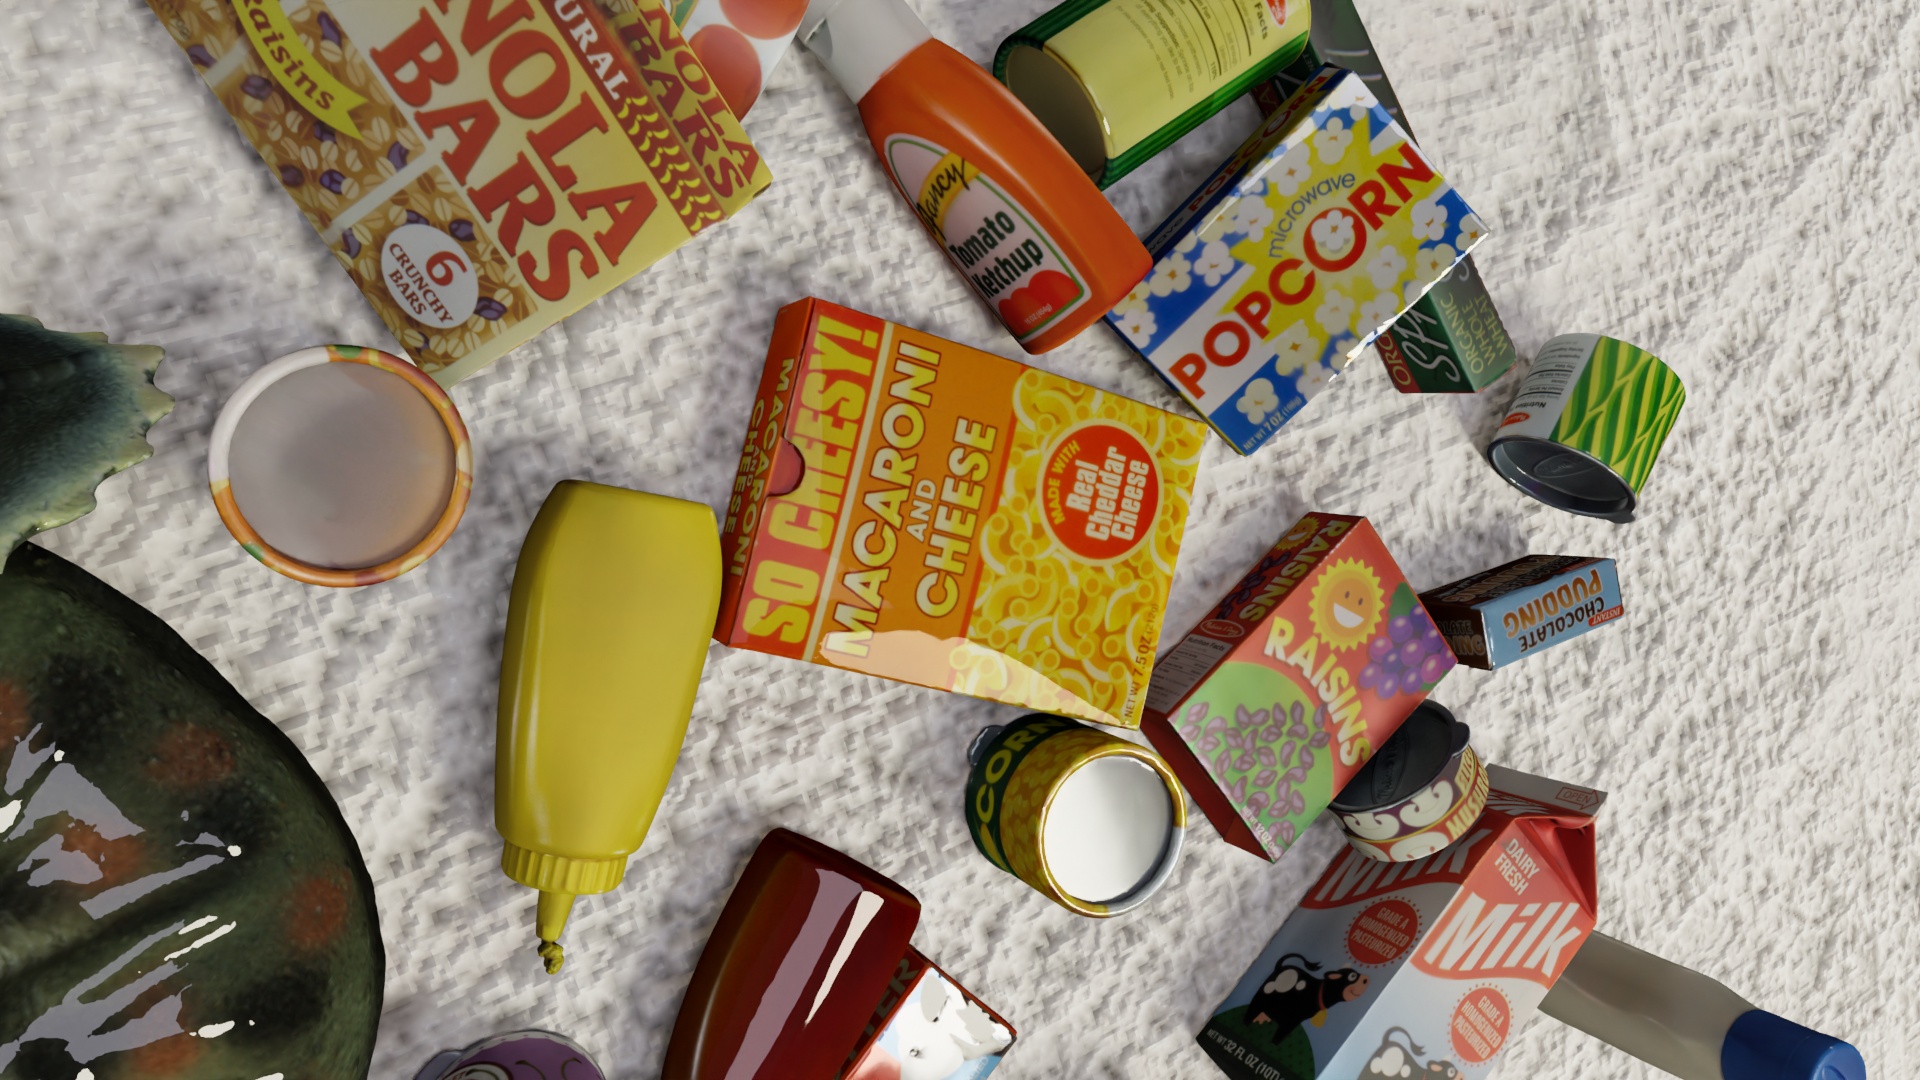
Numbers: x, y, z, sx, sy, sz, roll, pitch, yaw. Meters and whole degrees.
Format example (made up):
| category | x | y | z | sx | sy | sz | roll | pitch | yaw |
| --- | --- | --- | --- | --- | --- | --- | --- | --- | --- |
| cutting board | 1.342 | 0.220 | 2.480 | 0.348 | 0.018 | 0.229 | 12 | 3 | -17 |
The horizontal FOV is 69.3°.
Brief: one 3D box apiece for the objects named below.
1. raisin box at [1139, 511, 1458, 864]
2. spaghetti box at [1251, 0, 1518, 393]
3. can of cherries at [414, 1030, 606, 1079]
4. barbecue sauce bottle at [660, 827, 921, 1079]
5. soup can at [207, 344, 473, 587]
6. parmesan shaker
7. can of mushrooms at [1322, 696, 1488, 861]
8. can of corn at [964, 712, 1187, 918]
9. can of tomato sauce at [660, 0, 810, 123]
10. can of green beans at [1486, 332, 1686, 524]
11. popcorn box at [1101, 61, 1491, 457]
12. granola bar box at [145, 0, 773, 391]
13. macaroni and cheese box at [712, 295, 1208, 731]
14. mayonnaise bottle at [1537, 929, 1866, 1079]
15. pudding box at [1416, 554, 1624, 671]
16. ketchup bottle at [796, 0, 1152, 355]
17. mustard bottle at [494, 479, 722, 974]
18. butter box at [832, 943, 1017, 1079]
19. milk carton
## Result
| category | x | y | z | sx | sy | sz | roll | pitch | yaw |
| --- | --- | --- | --- | --- | --- | --- | --- | --- | --- |
| raisin box | 0.139 | 0.059 | 0.579 | 0.124 | 0.040 | 0.086 | -43 | 108 | -15 |
| spaghetti box | 0.155 | -0.169 | 0.567 | 0.029 | 0.050 | 0.249 | -37 | 107 | -16 |
| can of cherries | -0.143 | 0.200 | 0.448 | 0.071 | 0.058 | 0.071 | -2 | 94 | -25 |
| barbecue sauce bottle | -0.074 | 0.180 | 0.487 | 0.065 | 0.043 | 0.149 | 31 | 81 | -20 |
| soup can | -0.178 | -0.020 | 0.405 | 0.071 | 0.084 | 0.071 | -2 | 94 | -25 |
| parmesan shaker | 0.069 | -0.185 | 0.519 | 0.103 | 0.071 | 0.071 | -37 | 107 | -17 |
| can of mushrooms | 0.187 | 0.100 | 0.586 | 0.071 | 0.071 | 0.033 | -42 | 111 | -16 |
| can of corn | 0.042 | 0.101 | 0.526 | 0.071 | 0.058 | 0.071 | -2 | 94 | -25 |
| can of tomato sauce | -0.098 | -0.175 | 0.441 | 0.083 | 0.071 | 0.071 | 28 | 82 | -24 |
| can of green beans | 0.280 | -0.051 | 0.622 | 0.071 | 0.071 | 0.058 | 35 | 79 | -22 |
| popcorn box | 0.125 | -0.106 | 0.535 | 0.085 | 0.038 | 0.126 | 42 | 103 | -17 |
| granola bar box | -0.150 | -0.141 | 0.396 | 0.165 | 0.124 | 0.039 | 58 | 28 | -17 |
| macaroni and cheese box | 0.002 | -0.006 | 0.512 | 0.166 | 0.040 | 0.123 | 15 | 86 | -25 |
| mayonnaise bottle | 0.311 | 0.208 | 0.606 | 0.041 | 0.148 | 0.064 | -48 | 110 | -14 |
| pudding box | 0.247 | 0.031 | 0.621 | 0.084 | 0.049 | 0.030 | -16 | 98 | -23 |
| ketchup bottle | 0.001 | -0.138 | 0.495 | 0.148 | 0.064 | 0.044 | 49 | 59 | -10 |
| mustard bottle | -0.122 | 0.061 | 0.455 | 0.065 | 0.049 | 0.160 | 13 | 89 | -24 |
| butter box | -0.030 | 0.209 | 0.519 | 0.053 | 0.024 | 0.104 | 45 | 75 | -21 |
| milk carton | 0.198 | 0.172 | 0.594 | 0.191 | 0.072 | 0.073 | -47 | 110 | -15 |
